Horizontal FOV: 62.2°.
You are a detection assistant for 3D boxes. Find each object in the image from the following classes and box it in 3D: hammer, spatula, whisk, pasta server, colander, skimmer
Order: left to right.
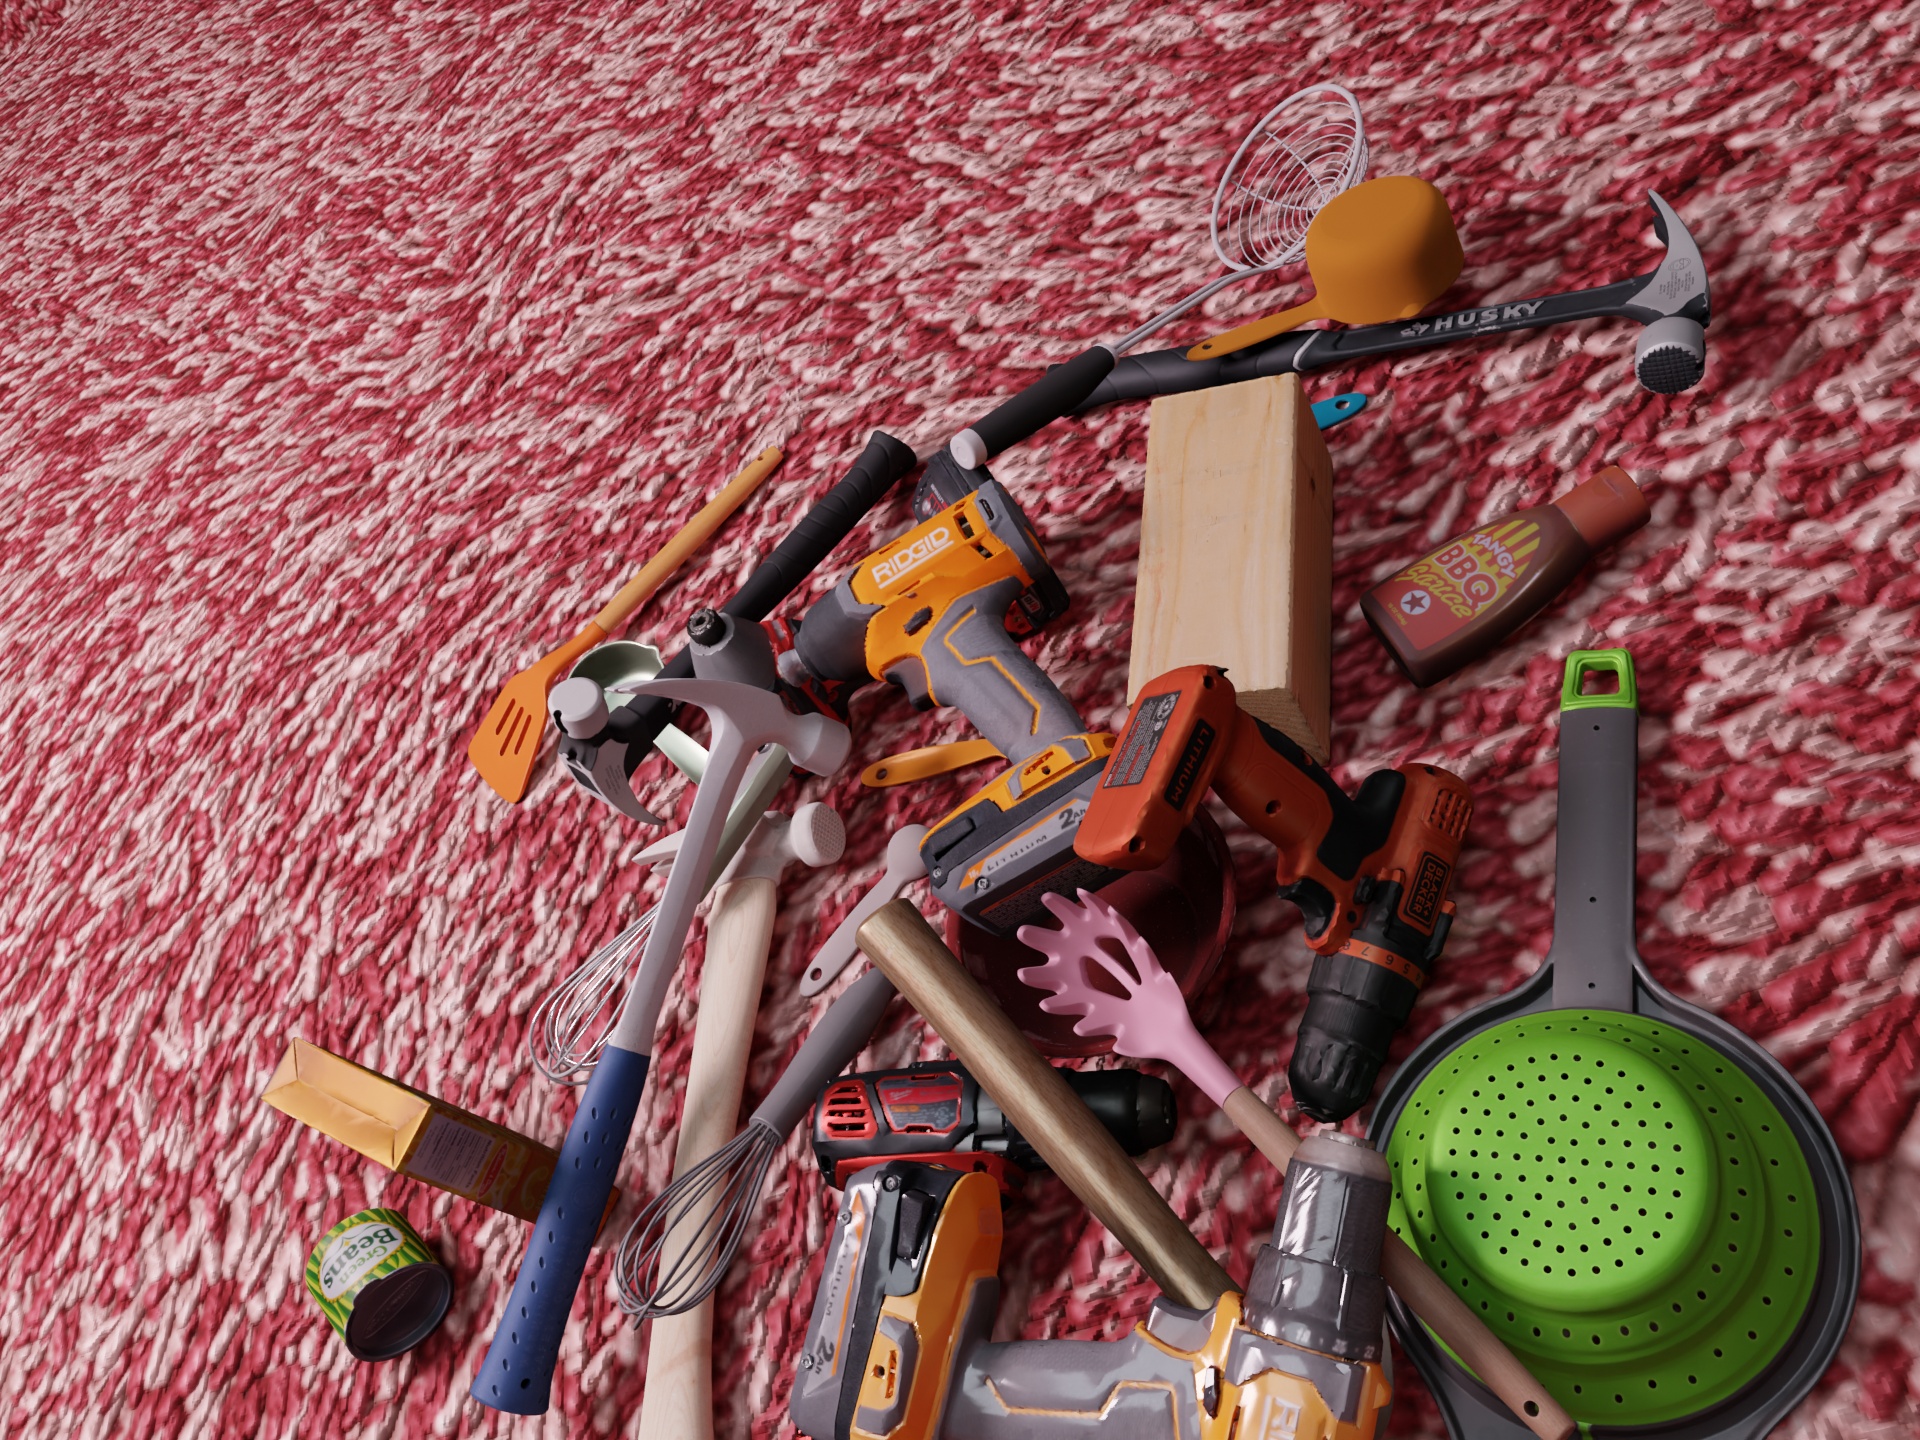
[{"bbox_3d":[-0.184,0.168,0.873,0.035,0.144,0.405,2,72,56],"label":"hammer"},{"bbox_3d":[-0.242,-0.080,1.165,0.322,0.041,0.081,-47,50,-9],"label":"spatula"},{"bbox_3d":[-0.169,0.107,0.939,0.246,0.059,0.058,-56,19,-10],"label":"whisk"},{"bbox_3d":[-0.151,0.245,0.898,0.146,0.038,0.411,-14,57,29],"label":"hammer"},{"bbox_3d":[-0.133,-0.074,1.037,0.035,0.146,0.335,27,60,21],"label":"hammer"},{"bbox_3d":[-0.102,0.219,0.844,0.055,0.055,0.239,9,43,33],"label":"whisk"},{"bbox_3d":[0.065,0.206,0.738,0.130,0.031,0.332,-33,63,-22],"label":"hammer"},{"bbox_3d":[0.119,-0.278,0.981,0.363,0.090,0.127,-37,24,-25],"label":"skimmer"},{"bbox_3d":[0.134,0.182,0.690,0.060,0.040,0.317,-55,49,11],"label":"pasta server"},{"bbox_3d":[0.236,-0.234,0.974,0.409,0.036,0.149,-2,50,31],"label":"hammer"},{"bbox_3d":[0.273,0.123,0.697,0.204,0.094,0.397,-3,60,28],"label":"colander"}]

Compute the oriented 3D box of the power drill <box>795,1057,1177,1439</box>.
[{"bbox_3d":[0.012,0.270,0.768,0.188,0.080,0.227,-8,53,17],"label":"power drill"}]

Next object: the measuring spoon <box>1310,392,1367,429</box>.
[{"bbox_3d":[0.186,-0.182,0.984,0.128,0.021,0.042,-18,54,19],"label":"measuring spoon"}]

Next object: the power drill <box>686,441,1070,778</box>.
[{"bbox_3d":[-0.056,-0.065,0.972,0.219,0.143,0.079,-33,48,4],"label":"power drill"}]

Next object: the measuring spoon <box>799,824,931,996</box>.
[{"bbox_3d":[-0.058,0.111,0.942,0.034,0.018,0.124,32,81,39],"label":"measuring spoon"}]

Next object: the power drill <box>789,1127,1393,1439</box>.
[{"bbox_3d":[0.060,0.240,0.647,0.226,0.084,0.185,10,77,24],"label":"power drill"}]

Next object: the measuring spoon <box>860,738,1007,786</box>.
[{"bbox_3d":[-0.010,0.025,0.976,0.117,0.011,0.021,-14,57,26],"label":"measuring spoon"}]

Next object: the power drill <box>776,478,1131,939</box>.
[{"bbox_3d":[-0.001,-0.003,0.848,0.164,0.084,0.227,-30,60,10],"label":"power drill"}]

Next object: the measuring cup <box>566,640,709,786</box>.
[{"bbox_3d":[-0.200,0.012,1.080,0.168,0.038,0.083,38,79,23],"label":"measuring cup"}]

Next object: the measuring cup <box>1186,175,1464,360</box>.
[{"bbox_3d":[0.212,-0.270,0.957,0.173,0.052,0.095,-21,41,11],"label":"measuring cup"}]
